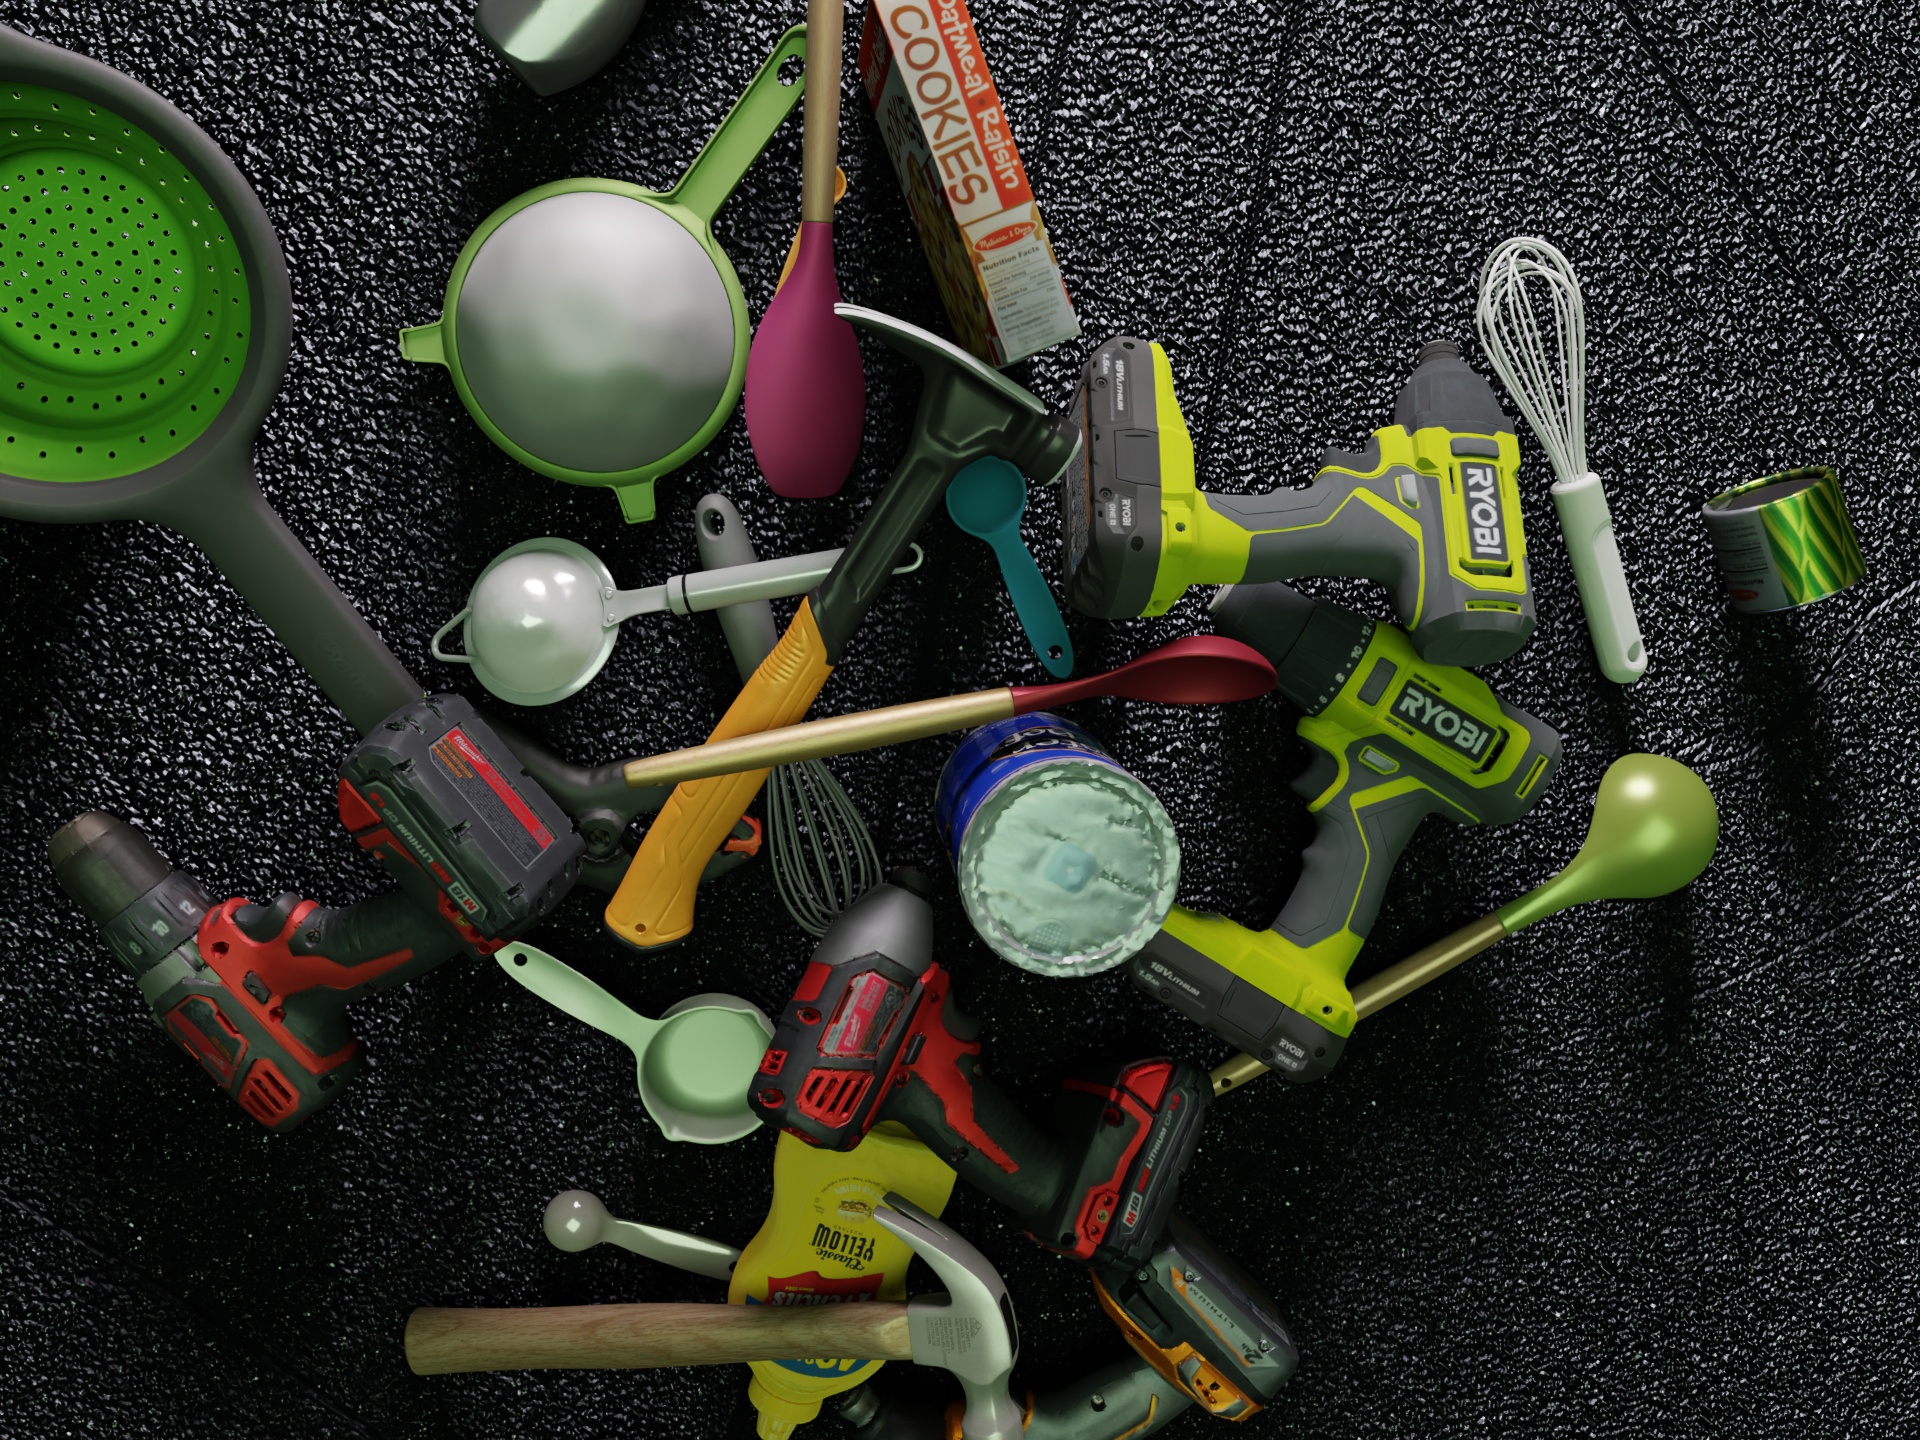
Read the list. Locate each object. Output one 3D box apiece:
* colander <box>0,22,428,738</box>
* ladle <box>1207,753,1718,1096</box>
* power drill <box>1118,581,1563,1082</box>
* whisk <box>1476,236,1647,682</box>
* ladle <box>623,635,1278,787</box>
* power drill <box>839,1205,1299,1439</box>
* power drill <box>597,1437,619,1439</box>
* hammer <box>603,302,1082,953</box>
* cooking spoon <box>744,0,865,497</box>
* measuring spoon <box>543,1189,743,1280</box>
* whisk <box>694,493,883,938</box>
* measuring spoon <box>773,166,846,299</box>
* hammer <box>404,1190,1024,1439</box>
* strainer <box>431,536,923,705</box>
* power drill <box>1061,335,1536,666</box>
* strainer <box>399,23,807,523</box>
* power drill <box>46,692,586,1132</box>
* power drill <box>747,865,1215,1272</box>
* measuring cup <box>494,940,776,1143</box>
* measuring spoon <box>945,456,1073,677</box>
[{"bbox_3d":[-0.369,-0.138,0.755,0.204,0.095,0.396,-32,119,0],"label":"colander"},{"bbox_3d":[0.271,0.121,0.879,0.320,0.062,0.078,-31,102,7],"label":"ladle"},{"bbox_3d":[0.175,0.051,0.832,0.190,0.080,0.228,31,92,1],"label":"power drill"},{"bbox_3d":[0.322,-0.132,0.835,0.058,0.059,0.246,-29,107,-28],"label":"whisk"},{"bbox_3d":[-0.001,-0.002,0.755,0.315,0.069,0.031,-11,72,-10],"label":"ladle"},{"bbox_3d":[0.053,0.368,0.874,0.164,0.084,0.226,44,97,-10],"label":"power drill"},{"bbox_3d":[-0.109,0.483,0.825,0.226,0.185,0.084,23,98,-6],"label":"power drill"},{"bbox_3d":[-0.085,-0.029,0.758,0.127,0.034,0.337,29,106,-16],"label":"hammer"},{"bbox_3d":[-0.068,-0.267,0.767,0.068,0.017,0.318,-6,106,-33],"label":"cooking spoon"},{"bbox_3d":[-0.168,0.288,0.869,0.124,0.018,0.034,19,97,-9],"label":"measuring spoon"},{"bbox_3d":[-0.091,-0.001,0.816,0.055,0.055,0.239,-17,96,-3],"label":"whisk"},{"bbox_3d":[-0.081,-0.221,0.800,0.021,0.011,0.117,16,101,-7],"label":"measuring spoon"},{"bbox_3d":[-0.135,0.316,0.826,0.331,0.031,0.130,-6,93,12],"label":"hammer"},{"bbox_3d":[-0.146,-0.062,0.780,0.258,0.050,0.087,-9,78,4],"label":"strainer"},{"bbox_3d":[0.167,-0.119,0.791,0.223,0.080,0.171,3,69,-8],"label":"power drill"},{"bbox_3d":[-0.146,-0.229,0.761,0.151,0.069,0.256,37,96,-10],"label":"strainer"},{"bbox_3d":[-0.320,0.080,0.775,0.226,0.080,0.188,-35,100,18],"label":"power drill"},{"bbox_3d":[0.013,0.178,0.809,0.219,0.078,0.143,32,71,-18],"label":"power drill"},{"bbox_3d":[-0.169,0.158,0.839,0.167,0.038,0.083,33,95,-8],"label":"measuring cup"},{"bbox_3d":[0.029,-0.080,0.833,0.042,0.021,0.128,-26,110,-2],"label":"measuring spoon"}]
